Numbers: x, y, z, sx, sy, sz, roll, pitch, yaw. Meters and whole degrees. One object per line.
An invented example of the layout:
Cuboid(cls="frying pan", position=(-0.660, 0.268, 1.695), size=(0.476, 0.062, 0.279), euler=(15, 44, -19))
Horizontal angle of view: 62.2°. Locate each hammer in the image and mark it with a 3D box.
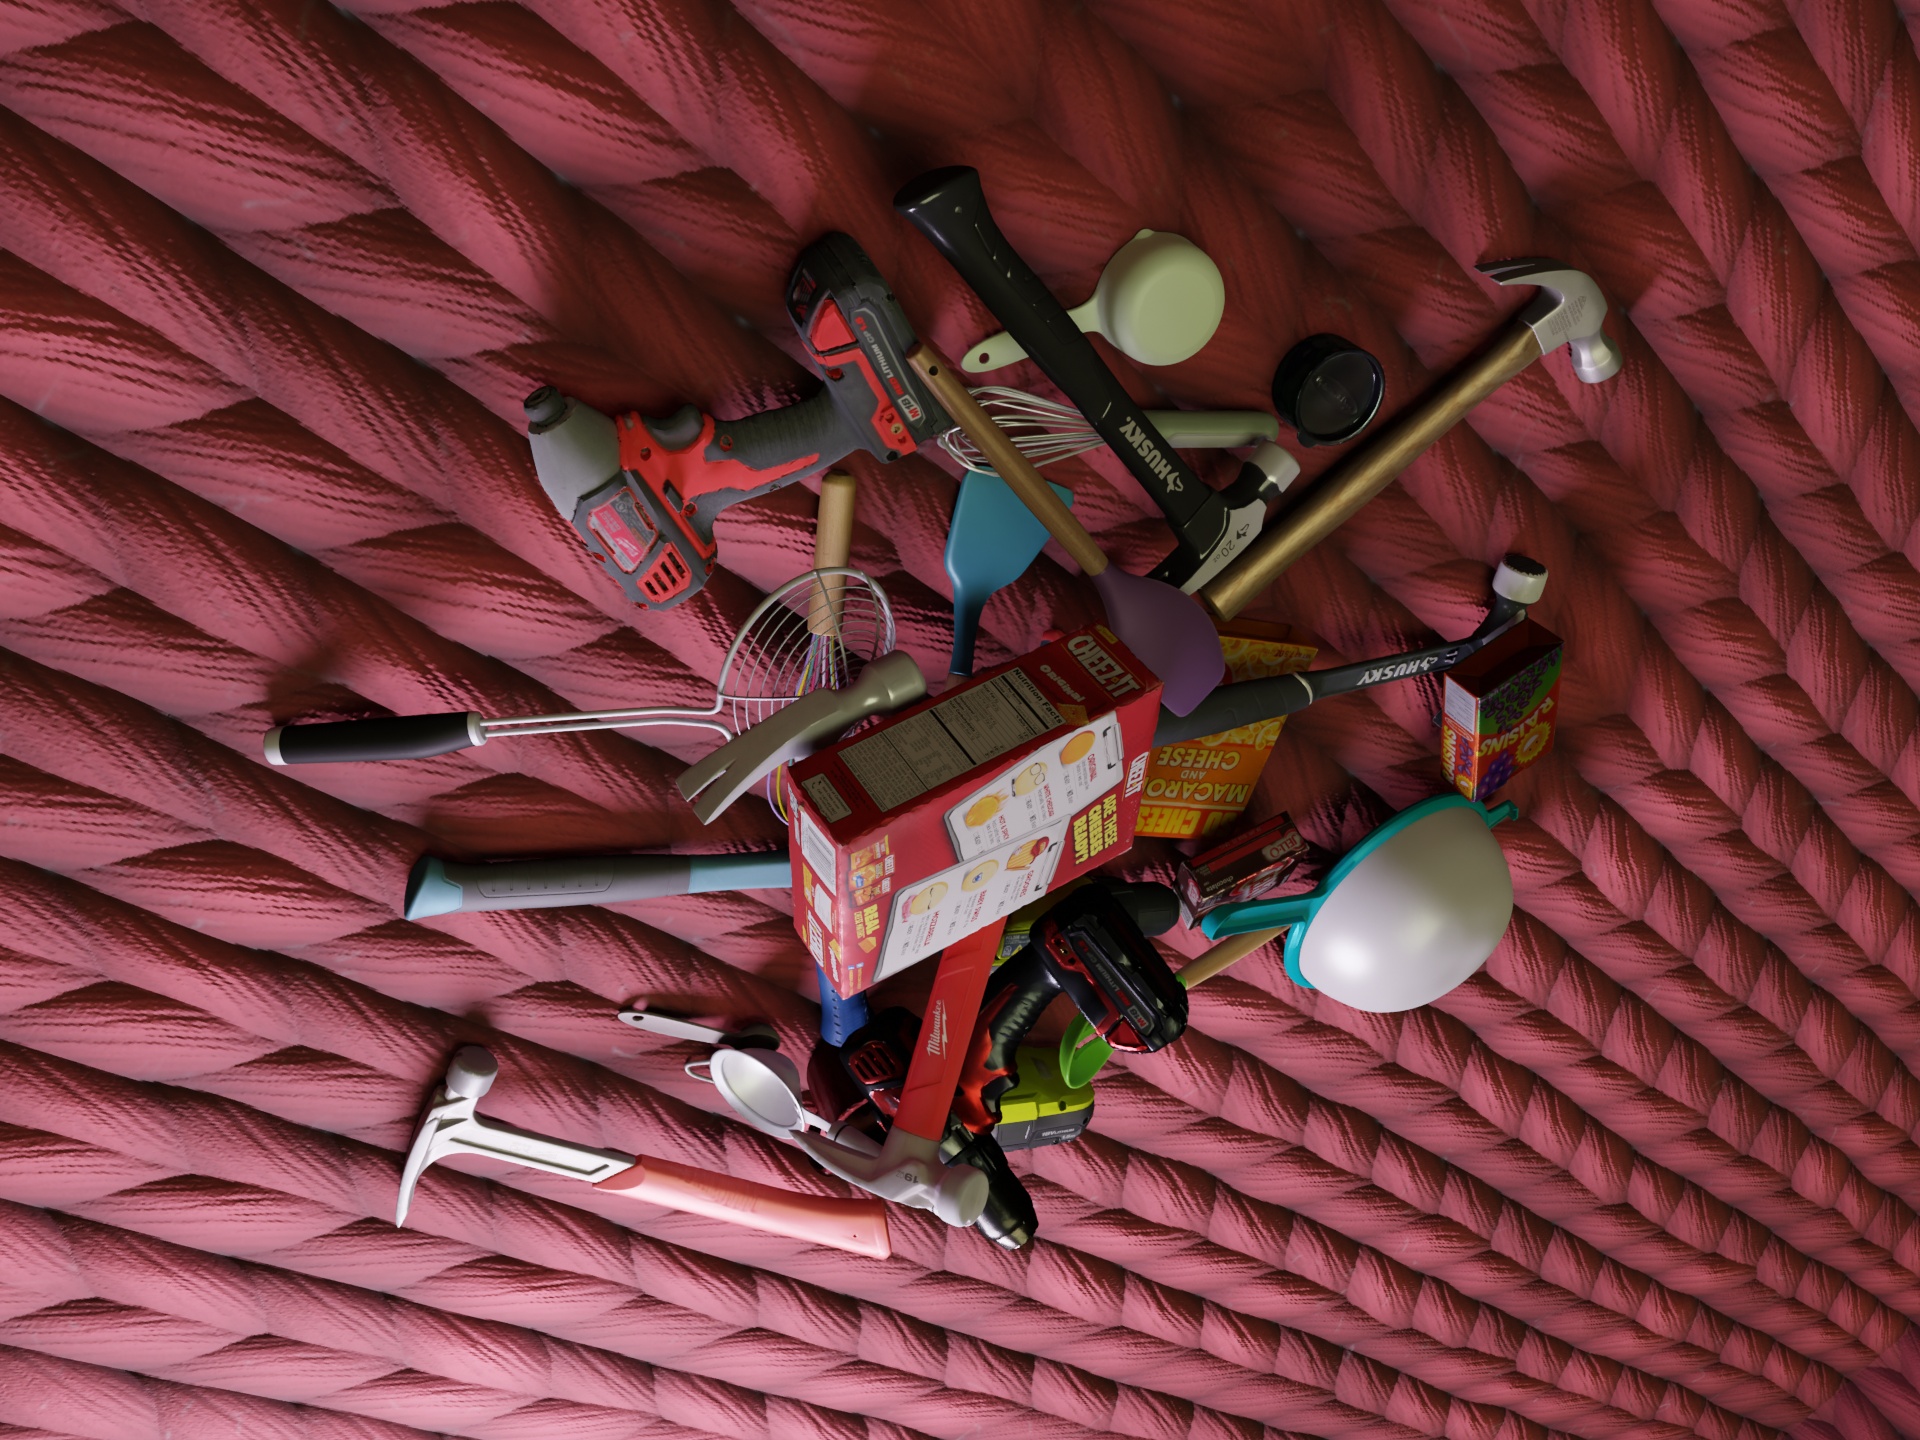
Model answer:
Cuboid(cls="hammer", position=(0.002, 0.123, 1.060), size=(0.038, 0.143, 0.386), euler=(27, 78, -57))
Cuboid(cls="hammer", position=(0.072, -0.190, 0.921), size=(0.146, 0.035, 0.334), euler=(-49, 130, 1))
Cuboid(cls="hammer", position=(0.251, -0.022, 1.120), size=(0.409, 0.036, 0.149), euler=(-12, 129, -31))
Cuboid(cls="hammer", position=(-0.088, 0.113, 1.020), size=(0.144, 0.035, 0.405), euler=(-27, 149, -19))
Cuboid(cls="hammer", position=(-0.219, 0.345, 1.162), size=(0.359, 0.037, 0.149), euler=(20, 112, -19))
Cuboid(cls="hammer", position=(0.296, -0.186, 1.082), size=(0.331, 0.031, 0.129), euler=(-40, 129, 6))
Cuboid(cls="hammer", position=(-0.195, 0.102, 1.058), size=(0.331, 0.033, 0.128), euler=(-1, 121, -23))

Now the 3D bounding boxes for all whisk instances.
Cuboid(cls="whisk", position=(0.096, -0.180, 0.991), size=(0.246, 0.059, 0.057), euler=(-5, 162, -25))
Cuboid(cls="whisk", position=(-0.083, -0.036, 1.000), size=(0.051, 0.047, 0.244), euler=(-9, 118, -35))

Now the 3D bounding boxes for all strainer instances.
Cuboid(cls="strainer", position=(-0.090, 0.287, 1.120), size=(0.050, 0.259, 0.086), euler=(-39, 138, -35))
Cuboid(cls="strainer", position=(0.323, 0.166, 1.233), size=(0.340, 0.095, 0.211), euler=(-1, 128, -42))

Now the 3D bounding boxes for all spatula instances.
Cuboid(cls="spatula", position=(-0.002, -0.003, 1.028), size=(0.082, 0.044, 0.317), euler=(10, 94, -32))
Cuboid(cls="spatula", position=(0.069, -0.108, 0.934), size=(0.060, 0.018, 0.315), euler=(-47, 125, -1))

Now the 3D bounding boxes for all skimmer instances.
Cuboid(cls="skimmer", position=(-0.219, -0.020, 0.937), size=(0.363, 0.090, 0.127), euler=(-5, 134, 1))

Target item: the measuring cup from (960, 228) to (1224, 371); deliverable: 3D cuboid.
Cuboid(cls="measuring cup", position=(0.082, -0.235, 0.950), size=(0.167, 0.038, 0.083), euler=(-22, 128, -11))

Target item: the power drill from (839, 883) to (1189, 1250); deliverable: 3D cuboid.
Cuboid(cls="power drill", position=(0.050, 0.241, 1.098), size=(0.226, 0.080, 0.188), euler=(-38, 88, 12))

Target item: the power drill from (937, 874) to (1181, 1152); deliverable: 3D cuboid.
Cuboid(cls="power drill", position=(0.064, 0.216, 1.221), size=(0.190, 0.080, 0.228), euler=(-2, 119, -21))

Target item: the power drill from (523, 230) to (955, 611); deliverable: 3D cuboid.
Cuboid(cls="power drill", position=(-0.127, -0.168, 0.884), size=(0.219, 0.079, 0.143), euler=(-31, 129, 2))

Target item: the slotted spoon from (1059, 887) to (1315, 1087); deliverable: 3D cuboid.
Cuboid(cls="slotted spoon", position=(0.187, 0.193, 1.230), size=(0.314, 0.031, 0.070), euler=(-24, 130, -33))

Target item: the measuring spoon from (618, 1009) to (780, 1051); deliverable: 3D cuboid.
Cuboid(cls="measuring spoon", position=(-0.189, 0.220, 1.154), size=(0.124, 0.018, 0.034), euler=(18, 134, -25))
